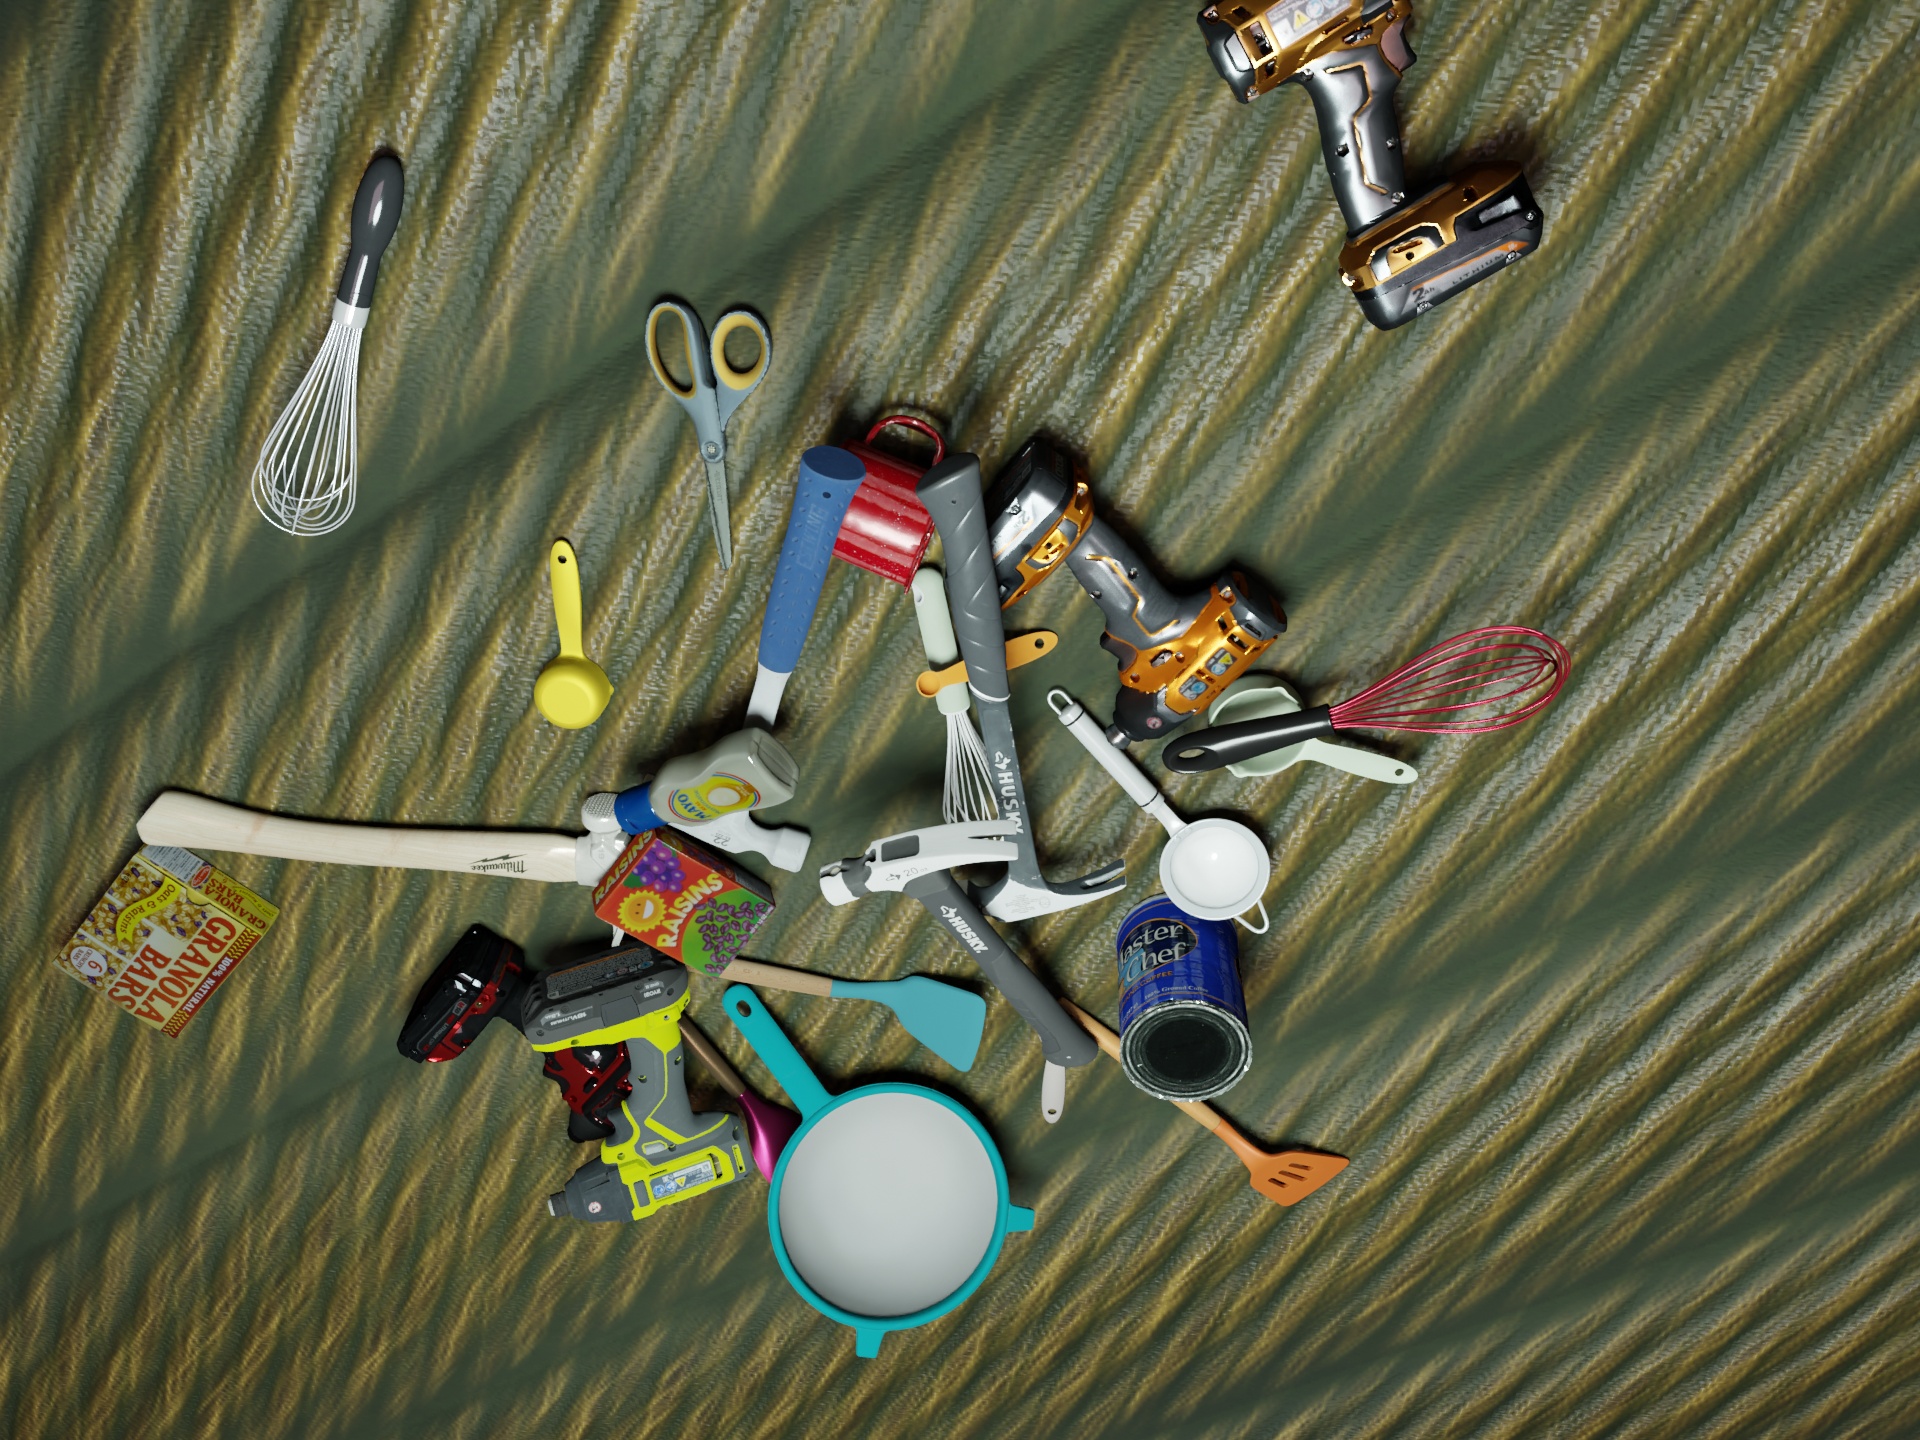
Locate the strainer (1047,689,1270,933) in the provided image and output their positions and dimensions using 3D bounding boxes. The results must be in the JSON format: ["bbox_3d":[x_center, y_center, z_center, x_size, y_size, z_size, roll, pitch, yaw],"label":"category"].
[{"bbox_3d":[0.157,0.067,1.251,0.087,0.050,0.258,-39,104,17],"label":"strainer"}]

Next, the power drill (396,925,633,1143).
[{"bbox_3d":[-0.370,0.289,1.400,0.219,0.079,0.143,34,116,-18],"label":"power drill"}]

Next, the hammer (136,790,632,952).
[{"bbox_3d":[-0.477,0.113,1.329,0.410,0.038,0.146,5,121,2],"label":"hammer"}]

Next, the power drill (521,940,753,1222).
[{"bbox_3d":[-0.282,0.311,1.333,0.171,0.080,0.223,-16,109,-13],"label":"power drill"}]

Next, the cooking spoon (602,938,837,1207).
[{"bbox_3d":[-0.212,0.313,1.416,0.017,0.069,0.318,-19,115,48],"label":"cooking spoon"}]

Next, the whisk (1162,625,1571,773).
[{"bbox_3d":[0.287,-0.005,1.147,0.296,0.073,0.073,-15,118,20],"label":"whisk"}]

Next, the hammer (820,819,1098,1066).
[{"bbox_3d":[0.034,0.187,1.253,0.146,0.035,0.334,-20,135,18],"label":"hammer"}]

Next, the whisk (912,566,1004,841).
[{"bbox_3d":[-0.002,-0.004,1.223,0.059,0.058,0.246,-24,118,-22],"label":"whisk"}]

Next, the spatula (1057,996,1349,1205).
[{"bbox_3d":[0.208,0.338,1.412,0.322,0.041,0.081,39,115,-12],"label":"spatula"}]

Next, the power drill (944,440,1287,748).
[{"bbox_3d":[0.100,-0.078,1.150,0.226,0.084,0.164,33,119,-18],"label":"power drill"}]

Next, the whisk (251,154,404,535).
[{"bbox_3d":[-0.430,-0.254,1.106,0.070,0.070,0.284,22,114,-8],"label":"whisk"}]

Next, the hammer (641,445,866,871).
[{"bbox_3d":[-0.143,-0.035,1.162,0.144,0.035,0.405,18,135,-4],"label":"hammer"}]

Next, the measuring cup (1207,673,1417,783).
[{"bbox_3d":[0.268,0.013,1.213,0.167,0.038,0.083,16,120,-7],"label":"measuring cup"}]

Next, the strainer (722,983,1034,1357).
[{"bbox_3d":[-0.105,0.373,1.418,0.211,0.095,0.340,-37,90,-10],"label":"strainer"}]

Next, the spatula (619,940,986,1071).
[{"bbox_3d":[-0.137,0.229,1.362,0.317,0.044,0.082,11,119,-2],"label":"spatula"}]

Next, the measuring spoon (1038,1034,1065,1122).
[{"bbox_3d":[0.084,0.315,1.409,0.034,0.018,0.124,3,121,3],"label":"measuring spoon"}]

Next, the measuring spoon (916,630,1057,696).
[{"bbox_3d":[0.020,-0.044,1.189,0.117,0.011,0.021,-21,102,-16],"label":"measuring spoon"}]

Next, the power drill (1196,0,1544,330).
[{"bbox_3d":[0.275,-0.379,0.966,0.185,0.084,0.226,-28,109,17],"label":"power drill"}]

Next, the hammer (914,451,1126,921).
[{"bbox_3d":[0.029,-0.007,1.138,0.149,0.036,0.408,-6,128,6],"label":"hammer"}]

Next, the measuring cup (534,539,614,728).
[{"bbox_3d":[-0.302,-0.062,1.216,0.062,0.029,0.156,4,122,2],"label":"measuring cup"}]
